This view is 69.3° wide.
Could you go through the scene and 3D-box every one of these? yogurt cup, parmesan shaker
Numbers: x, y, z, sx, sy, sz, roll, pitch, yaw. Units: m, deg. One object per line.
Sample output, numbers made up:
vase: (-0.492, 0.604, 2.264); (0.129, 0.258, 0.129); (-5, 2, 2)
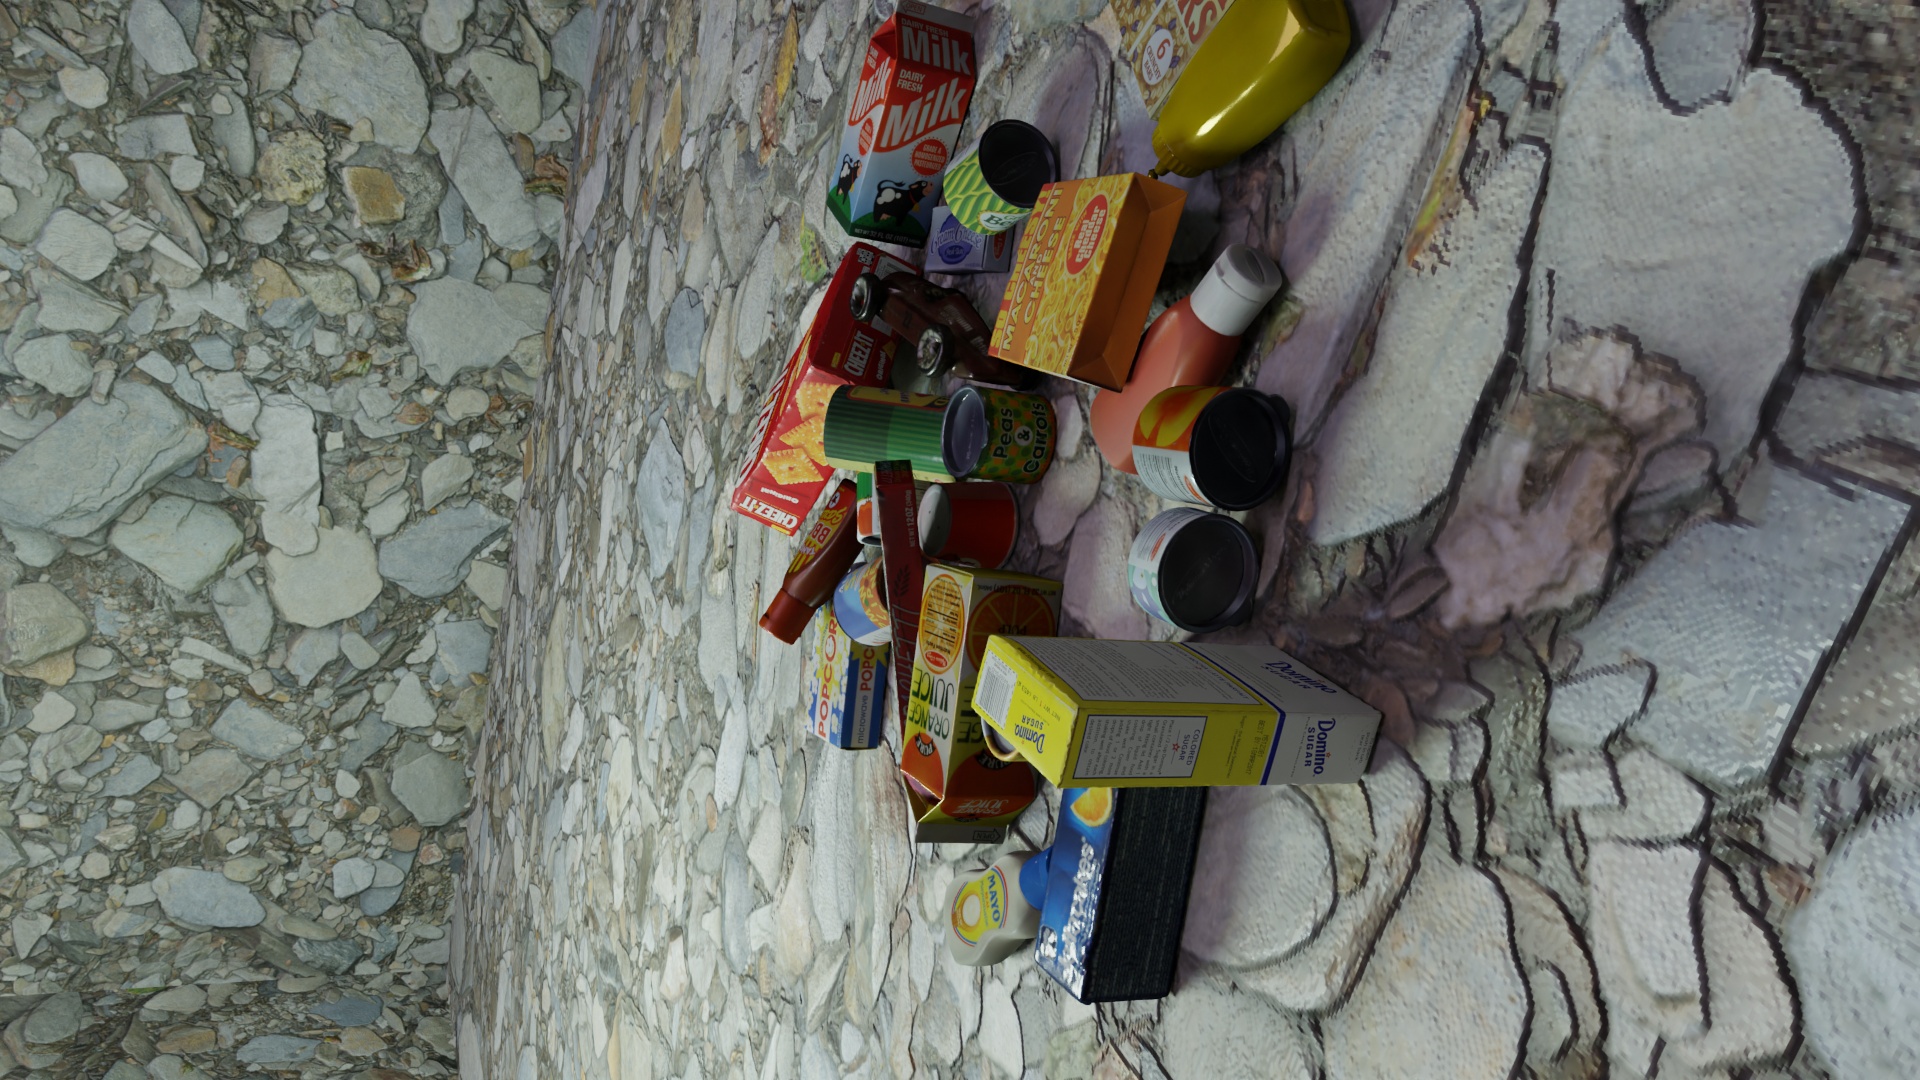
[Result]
yogurt cup: (0.004, -0.013, 1.018); (0.072, 0.054, 0.072); (-19, 68, 60)
parmesan shaker: (-0.045, -0.081, 1.048); (0.071, 0.103, 0.071); (7, -88, -76)

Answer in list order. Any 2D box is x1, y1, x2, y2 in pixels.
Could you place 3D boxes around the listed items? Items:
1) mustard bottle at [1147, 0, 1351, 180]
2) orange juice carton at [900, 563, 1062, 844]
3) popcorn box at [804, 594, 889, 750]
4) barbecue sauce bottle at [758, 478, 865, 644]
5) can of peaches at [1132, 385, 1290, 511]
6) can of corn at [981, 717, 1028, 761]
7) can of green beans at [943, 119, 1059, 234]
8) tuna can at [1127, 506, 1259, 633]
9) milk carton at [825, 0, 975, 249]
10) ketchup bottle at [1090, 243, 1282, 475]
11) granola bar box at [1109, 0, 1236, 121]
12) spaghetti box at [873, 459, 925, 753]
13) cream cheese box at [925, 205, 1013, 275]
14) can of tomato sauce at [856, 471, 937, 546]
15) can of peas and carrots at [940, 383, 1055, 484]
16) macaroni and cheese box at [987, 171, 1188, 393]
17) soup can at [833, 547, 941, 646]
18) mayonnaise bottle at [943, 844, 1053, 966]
mustard bottle: (0.151, -0.249, 0.782); (0.159, 0.049, 0.065); (-39, 52, 55)
orange juice carton: (0.011, 0.116, 0.960); (0.073, 0.072, 0.192); (13, 96, 62)
popcorn box: (-0.098, 0.112, 1.209); (0.085, 0.038, 0.126); (10, 94, 63)
barbecue sauce bottle: (-0.120, 0.019, 1.202); (0.148, 0.043, 0.065); (-58, 25, -1)
can of peaches: (0.137, -0.053, 0.757); (0.058, 0.071, 0.071); (14, 98, 63)
can of corn: (0.054, 0.109, 0.892); (0.071, 0.058, 0.071); (-17, 70, 61)
can of green beans: (0.029, -0.261, 1.001); (0.057, 0.071, 0.071); (-19, 68, 61)
tuna can: (0.129, 0.017, 0.761); (0.033, 0.071, 0.071); (22, 105, 63)
milk carton: (-0.047, -0.349, 1.156); (0.074, 0.072, 0.189); (58, 135, 50)
ketchup bottle: (0.129, -0.106, 0.804); (0.148, 0.043, 0.065); (-55, 36, 44)
granola bar box: (0.140, -0.350, 0.831); (0.123, 0.039, 0.166); (-50, 44, 48)
spaghetti box: (-0.038, 0.064, 1.015); (0.050, 0.029, 0.248); (-101, 6, -66)
cream cheese box: (0.006, -0.235, 1.085); (0.104, 0.024, 0.053); (19, 101, 62)
can of tomato sauce: (-0.051, -0.040, 1.117); (0.071, 0.071, 0.083); (-22, 67, 60)
can of peas and carrots: (0.028, -0.074, 0.977); (0.071, 0.059, 0.071); (-16, 71, 60)
macaroni and cheese box: (0.074, -0.165, 0.875); (0.166, 0.040, 0.123); (-143, 71, -71)
soup can: (-0.056, 0.042, 1.108); (0.083, 0.071, 0.071); (-28, 61, 58)
mayonnaise bottle: (0.037, 0.237, 0.921); (0.147, 0.041, 0.065); (-47, 44, 51)
